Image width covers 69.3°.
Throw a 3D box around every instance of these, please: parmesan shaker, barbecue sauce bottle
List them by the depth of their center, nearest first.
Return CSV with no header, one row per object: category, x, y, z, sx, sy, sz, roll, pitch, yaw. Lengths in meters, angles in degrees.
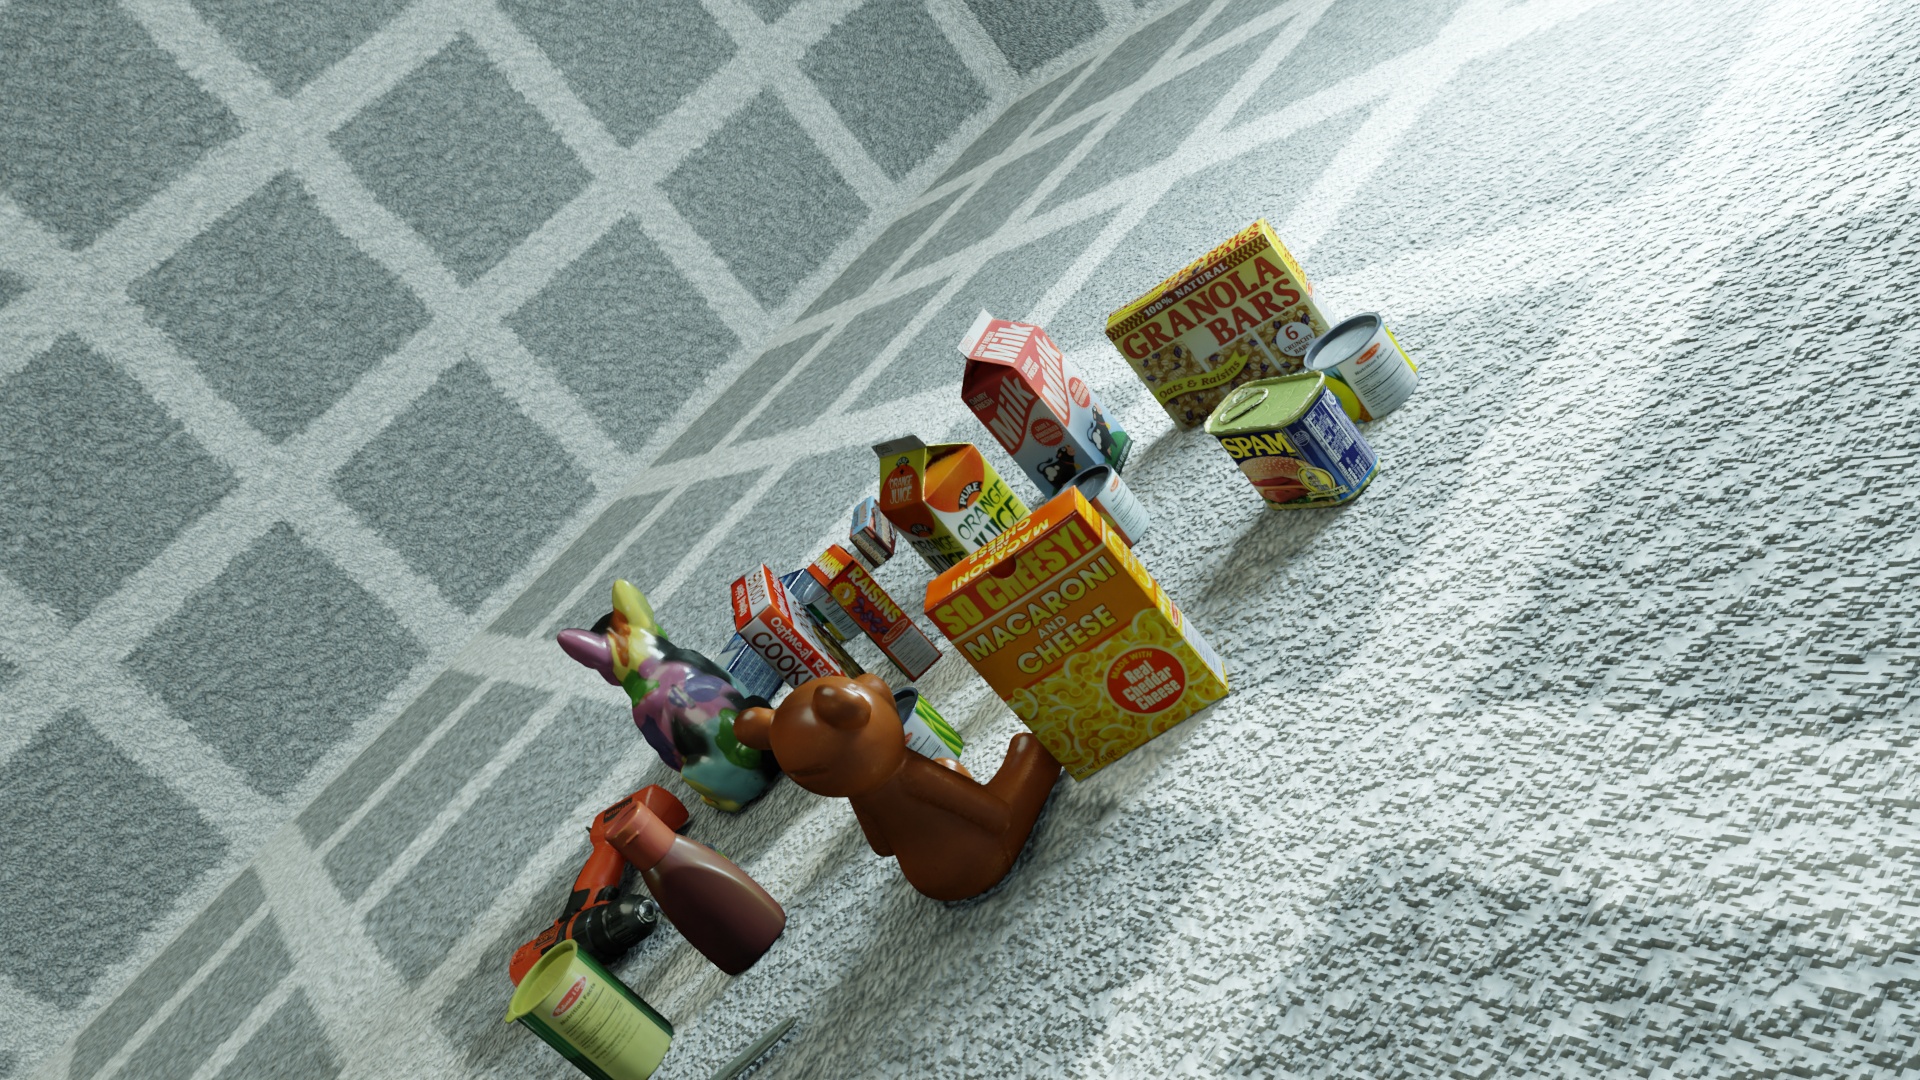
parmesan shaker,-0.274,0.356,1.026,0.071,0.103,0.071,-36,20,15
barbecue sauce bottle,-0.200,0.256,1.035,0.065,0.148,0.044,-43,19,-4

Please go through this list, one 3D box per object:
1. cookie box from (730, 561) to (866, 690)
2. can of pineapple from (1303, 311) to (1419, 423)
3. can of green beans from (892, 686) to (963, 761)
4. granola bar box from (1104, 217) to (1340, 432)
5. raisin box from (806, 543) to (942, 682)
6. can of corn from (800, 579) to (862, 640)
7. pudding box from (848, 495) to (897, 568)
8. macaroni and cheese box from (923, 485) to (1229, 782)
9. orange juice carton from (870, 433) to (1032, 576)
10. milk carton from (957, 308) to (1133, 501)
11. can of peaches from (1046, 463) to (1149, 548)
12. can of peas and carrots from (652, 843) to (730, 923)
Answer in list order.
cookie box,-0.127,0.104,1.195,0.040,0.167,0.123,-41,19,1
can of pineapple,0.304,-0.131,1.055,0.071,0.057,0.071,-36,20,15
can of green beans,-0.040,0.157,1.082,0.071,0.057,0.071,-36,20,15
granola bar box,0.229,-0.185,1.213,0.165,0.124,0.039,-29,22,31
raisin box,-0.079,0.064,1.257,0.040,0.123,0.086,-43,19,-6
can of corn,-0.122,0.061,1.444,0.071,0.058,0.071,-36,20,15
pudding box,-0.098,-0.011,1.567,0.030,0.049,0.084,-36,20,16
macaroni and cheese box,0.076,0.064,0.901,0.123,0.166,0.040,-35,20,19
orange juice carton,0.004,-0.015,1.165,0.073,0.192,0.071,-51,21,-26
milk carton,0.069,-0.126,1.286,0.073,0.190,0.073,-25,25,39
can of peaches,0.116,-0.022,1.174,0.071,0.058,0.071,-36,20,15
can of peas and carrots,-0.201,0.287,1.105,0.071,0.058,0.071,-36,20,15
